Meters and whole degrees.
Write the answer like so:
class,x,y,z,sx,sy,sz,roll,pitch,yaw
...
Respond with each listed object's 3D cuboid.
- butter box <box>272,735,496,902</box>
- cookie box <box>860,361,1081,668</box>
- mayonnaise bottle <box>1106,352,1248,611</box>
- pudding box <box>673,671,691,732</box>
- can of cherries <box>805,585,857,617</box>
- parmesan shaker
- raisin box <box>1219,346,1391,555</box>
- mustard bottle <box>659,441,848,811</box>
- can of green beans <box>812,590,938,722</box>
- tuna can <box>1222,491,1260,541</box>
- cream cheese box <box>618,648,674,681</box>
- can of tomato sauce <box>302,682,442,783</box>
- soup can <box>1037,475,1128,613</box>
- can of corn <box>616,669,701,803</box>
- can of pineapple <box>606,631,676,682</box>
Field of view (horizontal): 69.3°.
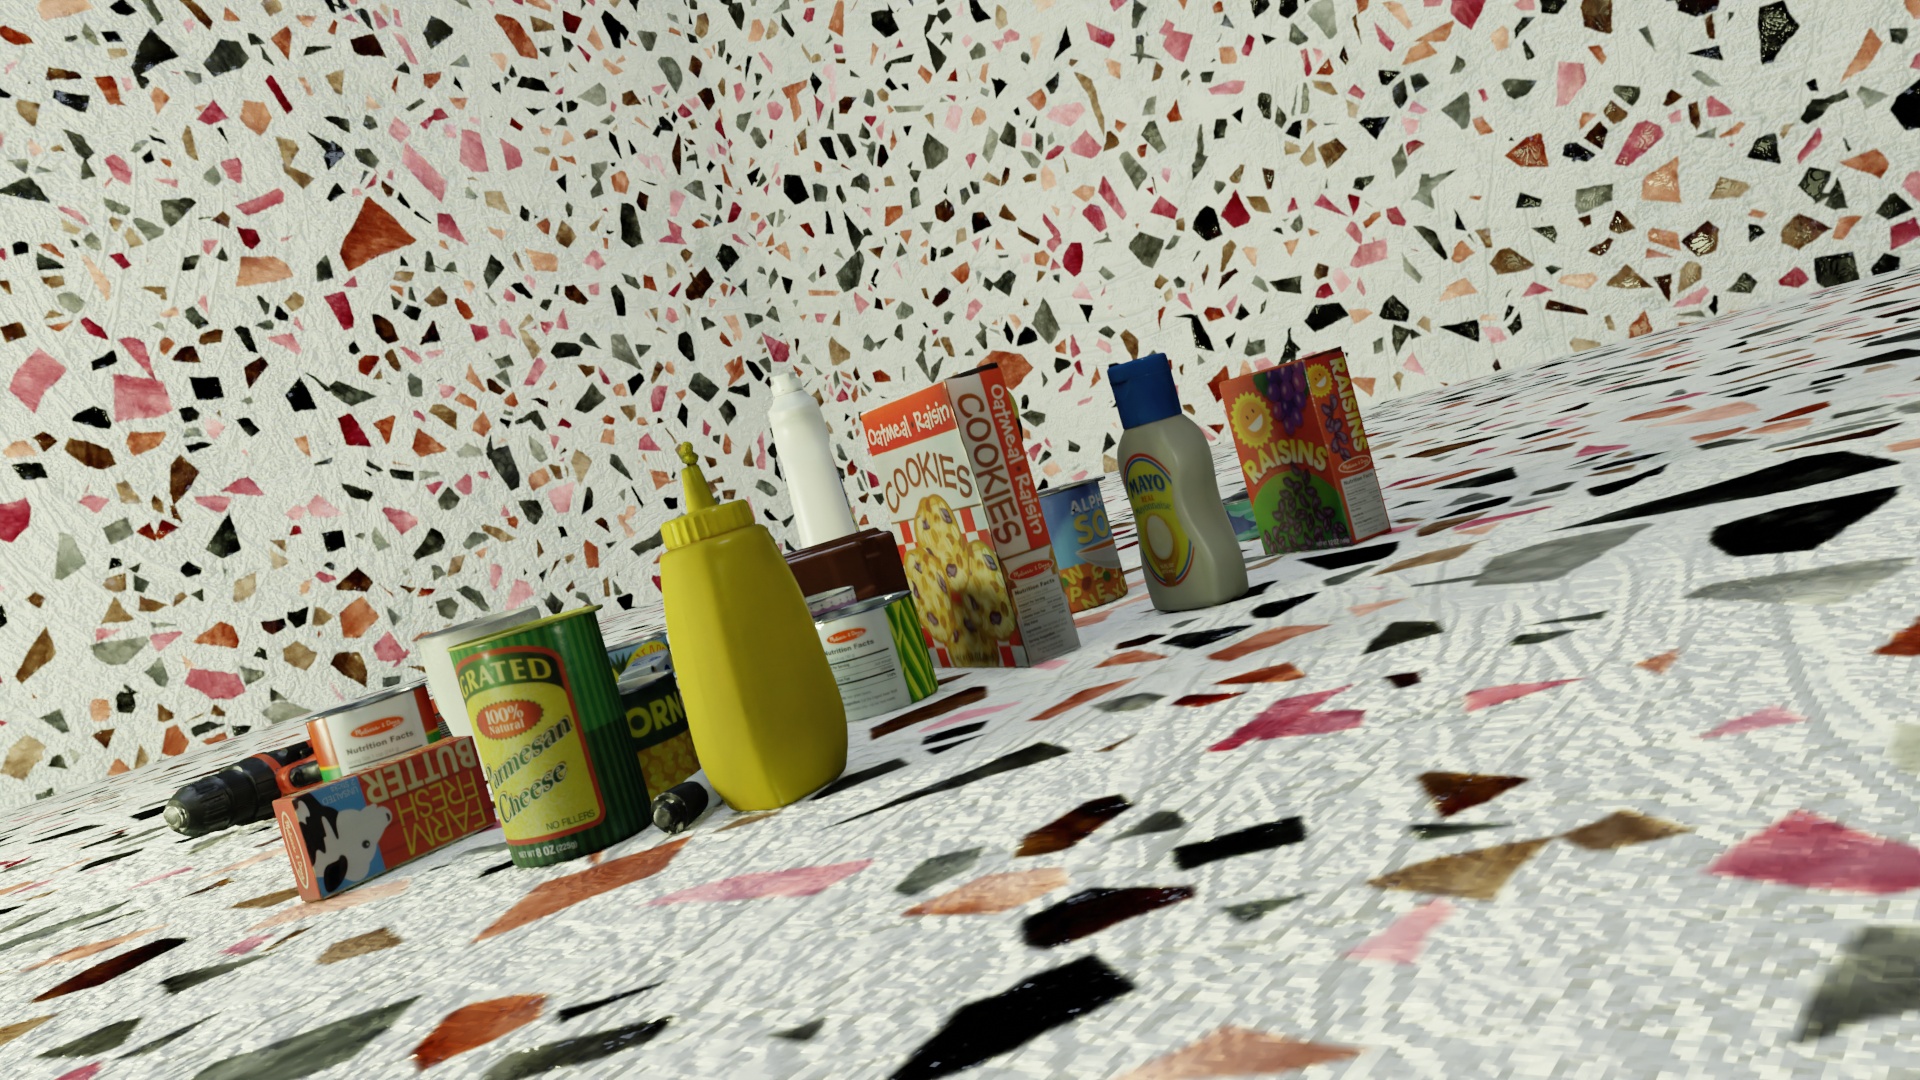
class,x,y,z,sx,sy,sz,roll,pitch,yaw
butter box,-0.293,0.141,0.714,0.024,0.053,0.104,-14,3,37
cookie box,0.003,-0.010,0.820,0.040,0.167,0.122,-17,3,-27
mayonnaise bottle,0.122,-0.034,0.811,0.041,0.148,0.064,-18,3,-33
pudding box,-0.142,0.093,0.813,0.030,0.049,0.084,-16,3,13
can of cherries,-0.098,0.068,0.949,0.071,0.058,0.071,-16,3,1
parmesan shaker,-0.181,0.087,0.627,0.071,0.103,0.071,-16,3,1
raisin box,0.225,-0.057,0.913,0.040,0.123,0.086,-18,3,-28
mustard bottle,-0.097,0.034,0.604,0.048,0.160,0.065,-14,3,35
can of green beans,-0.051,0.065,0.777,0.071,0.057,0.071,-16,3,1
tuna can,0.234,-0.022,1.093,0.071,0.033,0.071,-16,3,1
cream cheese box,-0.194,0.102,0.887,0.024,0.053,0.104,-16,3,-7
can of tomato sauce,-0.326,0.130,0.789,0.071,0.083,0.071,-16,3,1
soup can,0.077,0.004,0.959,0.071,0.083,0.071,-16,3,1
can of corn,-0.168,0.102,0.699,0.071,0.058,0.071,-16,3,1
can of pineapple,-0.247,0.106,1.054,0.071,0.058,0.071,-16,3,1
